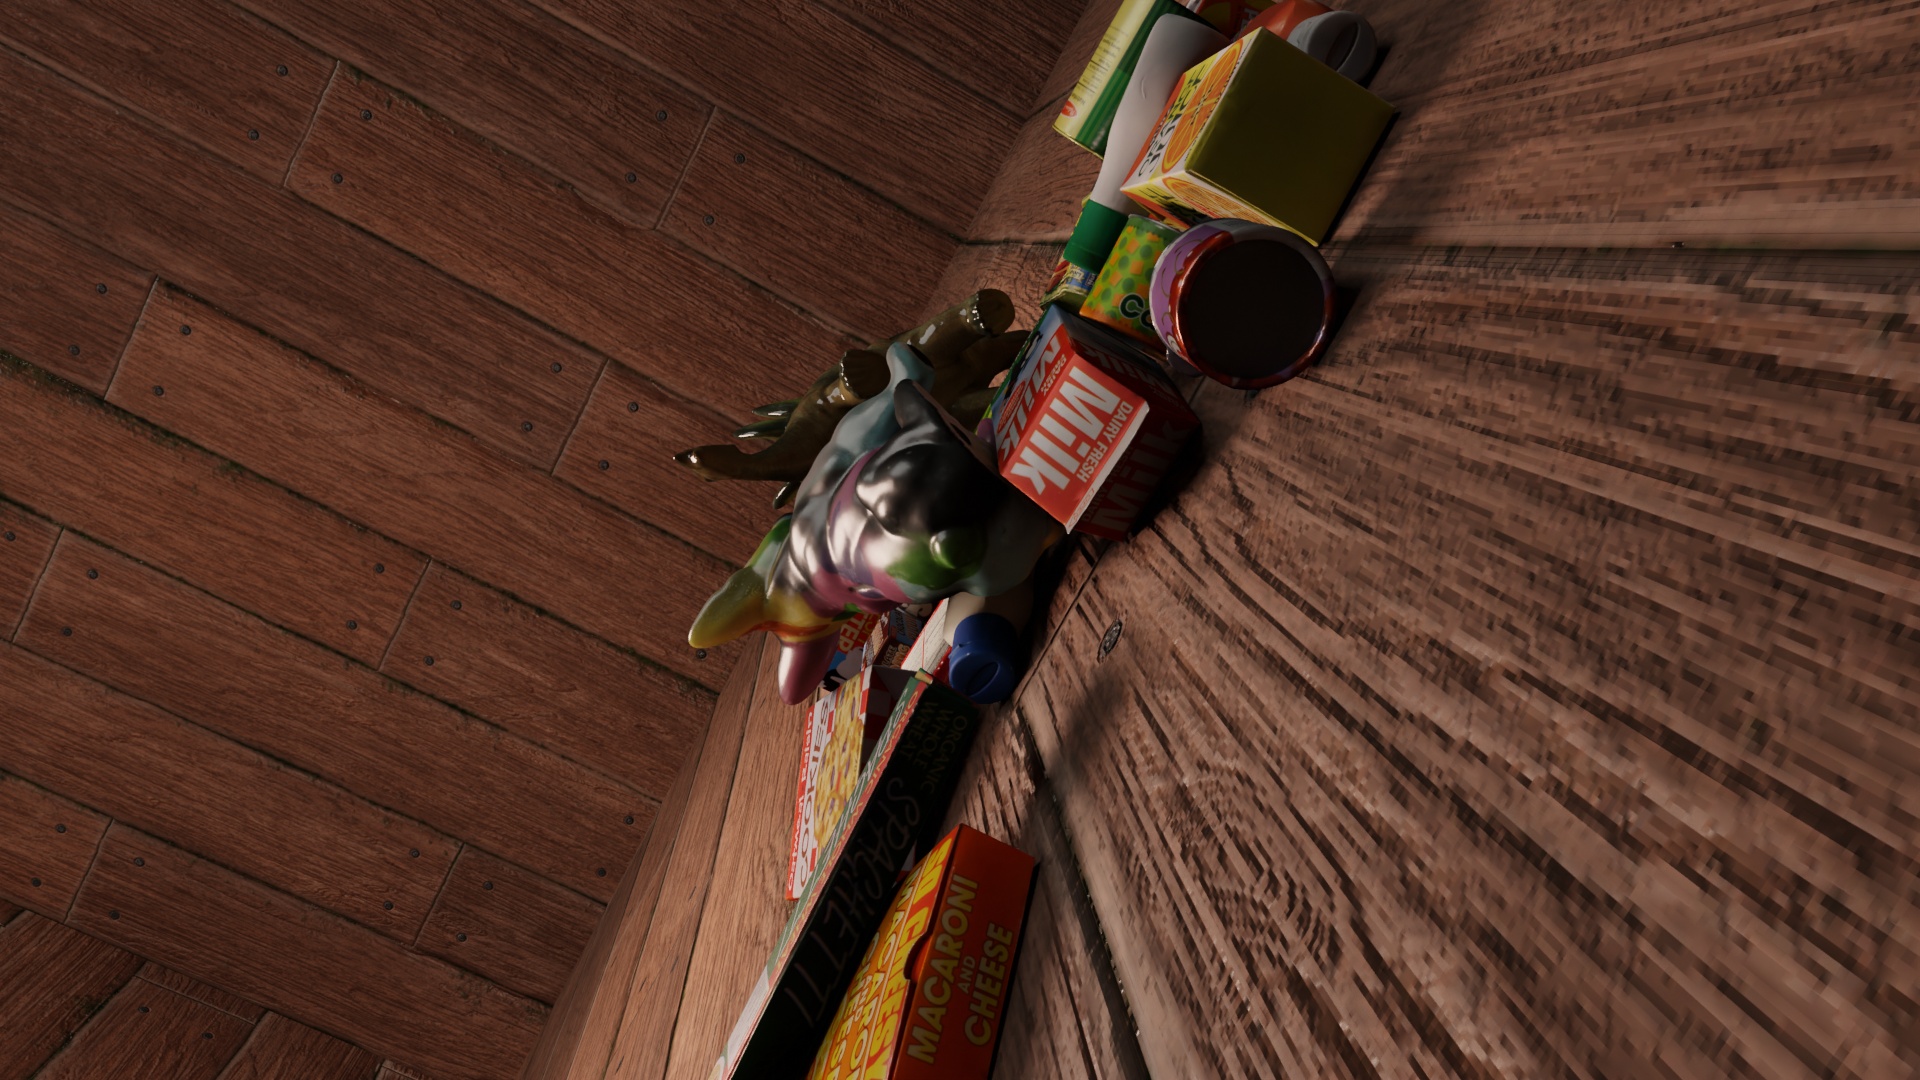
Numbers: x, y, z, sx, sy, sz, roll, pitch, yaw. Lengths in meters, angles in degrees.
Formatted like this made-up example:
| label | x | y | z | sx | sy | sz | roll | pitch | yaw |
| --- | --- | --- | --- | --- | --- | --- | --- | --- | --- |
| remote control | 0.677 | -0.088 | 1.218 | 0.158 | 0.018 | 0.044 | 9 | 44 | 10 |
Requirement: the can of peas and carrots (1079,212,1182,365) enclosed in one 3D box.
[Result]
| label | x | y | z | sx | sy | sz | roll | pitch | yaw |
| --- | --- | --- | --- | --- | --- | --- | --- | --- | --- |
| can of peas and carrots | 0.104 | -0.128 | 0.721 | 0.058 | 0.071 | 0.071 | -62 | 9 | 7 |

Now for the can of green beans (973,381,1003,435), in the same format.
| label | x | y | z | sx | sy | sz | roll | pitch | yaw |
| --- | --- | --- | --- | --- | --- | --- | --- | --- | --- |
| can of green beans | 0.041 | -0.059 | 0.864 | 0.057 | 0.071 | 0.071 | -60 | 10 | 11 |

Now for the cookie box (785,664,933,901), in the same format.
| label | x | y | z | sx | sy | sz | roll | pitch | yaw |
| --- | --- | --- | --- | --- | --- | --- | --- | --- | --- |
| cookie box | -0.062 | 0.150 | 0.819 | 0.167 | 0.040 | 0.123 | 140 | 138 | -66 |

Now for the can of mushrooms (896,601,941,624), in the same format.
| label | x | y | z | sx | sy | sz | roll | pitch | yaw |
| --- | --- | --- | --- | --- | --- | --- | --- | --- | --- |
| can of mushrooms | -0.032 | 0.031 | 0.986 | 0.033 | 0.071 | 0.071 | -60 | 10 | 9 |

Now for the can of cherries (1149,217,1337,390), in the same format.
| label | x | y | z | sx | sy | sz | roll | pitch | yaw |
| --- | --- | --- | --- | --- | --- | --- | --- | --- | --- |
| can of cherries | 0.115 | -0.096 | 0.577 | 0.071 | 0.071 | 0.058 | -61 | 11 | 12 |

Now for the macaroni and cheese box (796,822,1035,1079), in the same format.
| label | x | y | z | sx | sy | sz | roll | pitch | yaw |
| --- | --- | --- | --- | --- | --- | --- | --- | --- | --- |
| macaroni and cheese box | -0.034 | 0.211 | 0.589 | 0.165 | 0.040 | 0.124 | -53 | 14 | 45 |

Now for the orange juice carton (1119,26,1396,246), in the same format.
| label | x | y | z | sx | sy | sz | roll | pitch | yaw |
| --- | --- | --- | --- | --- | --- | --- | --- | --- | --- |
| orange juice carton | 0.138 | -0.195 | 0.703 | 0.071 | 0.073 | 0.193 | -61 | 9 | 8 |

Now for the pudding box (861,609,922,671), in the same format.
| label | x | y | z | sx | sy | sz | roll | pitch | yaw |
| --- | --- | --- | --- | --- | --- | --- | --- | --- | --- |
| pudding box | -0.053 | 0.084 | 1.078 | 0.049 | 0.030 | 0.084 | -61 | 9 | 16 |

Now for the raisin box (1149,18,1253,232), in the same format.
| label | x | y | z | sx | sy | sz | roll | pitch | yaw |
| --- | --- | --- | --- | --- | --- | --- | --- | --- | --- |
| raisin box | 0.155 | -0.247 | 0.861 | 0.123 | 0.040 | 0.086 | -65 | 11 | -10 |

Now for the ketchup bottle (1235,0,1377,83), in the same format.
| label | x | y | z | sx | sy | sz | roll | pitch | yaw |
| --- | --- | --- | --- | --- | --- | --- | --- | --- | --- |
| ketchup bottle | 0.181 | -0.259 | 0.742 | 0.064 | 0.043 | 0.149 | -61 | 10 | 14 |

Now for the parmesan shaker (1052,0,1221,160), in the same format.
| label | x | y | z | sx | sy | sz | roll | pitch | yaw |
| --- | --- | --- | --- | --- | --- | --- | --- | --- | --- |
| parmesan shaker | 0.114 | -0.294 | 0.891 | 0.102 | 0.071 | 0.071 | -59 | 10 | 19 |

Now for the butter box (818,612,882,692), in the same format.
| label | x | y | z | sx | sy | sz | roll | pitch | yaw |
| --- | --- | --- | --- | --- | --- | --- | --- | --- | --- |
| butter box | -0.079 | 0.082 | 1.151 | 0.103 | 0.053 | 0.024 | -62 | 11 | 2 |

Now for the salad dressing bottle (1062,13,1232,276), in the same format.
| label | x | y | z | sx | sy | sz | roll | pitch | yaw |
| --- | --- | --- | --- | --- | --- | --- | --- | --- | --- |
| salad dressing bottle | 0.105 | -0.223 | 0.799 | 0.064 | 0.044 | 0.147 | -5 | -58 | -64 |

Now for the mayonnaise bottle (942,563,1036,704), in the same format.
| label | x | y | z | sx | sy | sz | roll | pitch | yaw |
| --- | --- | --- | --- | --- | --- | --- | --- | --- | --- |
| mayonnaise bottle | 0.017 | 0.036 | 0.805 | 0.064 | 0.041 | 0.149 | -50 | 16 | 28 |

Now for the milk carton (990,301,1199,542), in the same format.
| label | x | y | z | sx | sy | sz | roll | pitch | yaw |
| --- | --- | --- | --- | --- | --- | --- | --- | --- | --- |
| milk carton | 0.066 | -0.061 | 0.714 | 0.072 | 0.073 | 0.191 | -59 | 10 | 15 |

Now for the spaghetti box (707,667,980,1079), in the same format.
| label | x | y | z | sx | sy | sz | roll | pitch | yaw |
| --- | --- | --- | --- | --- | --- | --- | --- | --- | --- |
| spaghetti box | -0.061 | 0.175 | 0.620 | 0.250 | 0.029 | 0.050 | -63 | 8 | -6 |

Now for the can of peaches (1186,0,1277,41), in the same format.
| label | x | y | z | sx | sy | sz | roll | pitch | yaw |
| --- | --- | --- | --- | --- | --- | --- | --- | --- | --- |
| can of peaches | 0.179 | -0.343 | 0.938 | 0.071 | 0.058 | 0.071 | -59 | 9 | 16 |
